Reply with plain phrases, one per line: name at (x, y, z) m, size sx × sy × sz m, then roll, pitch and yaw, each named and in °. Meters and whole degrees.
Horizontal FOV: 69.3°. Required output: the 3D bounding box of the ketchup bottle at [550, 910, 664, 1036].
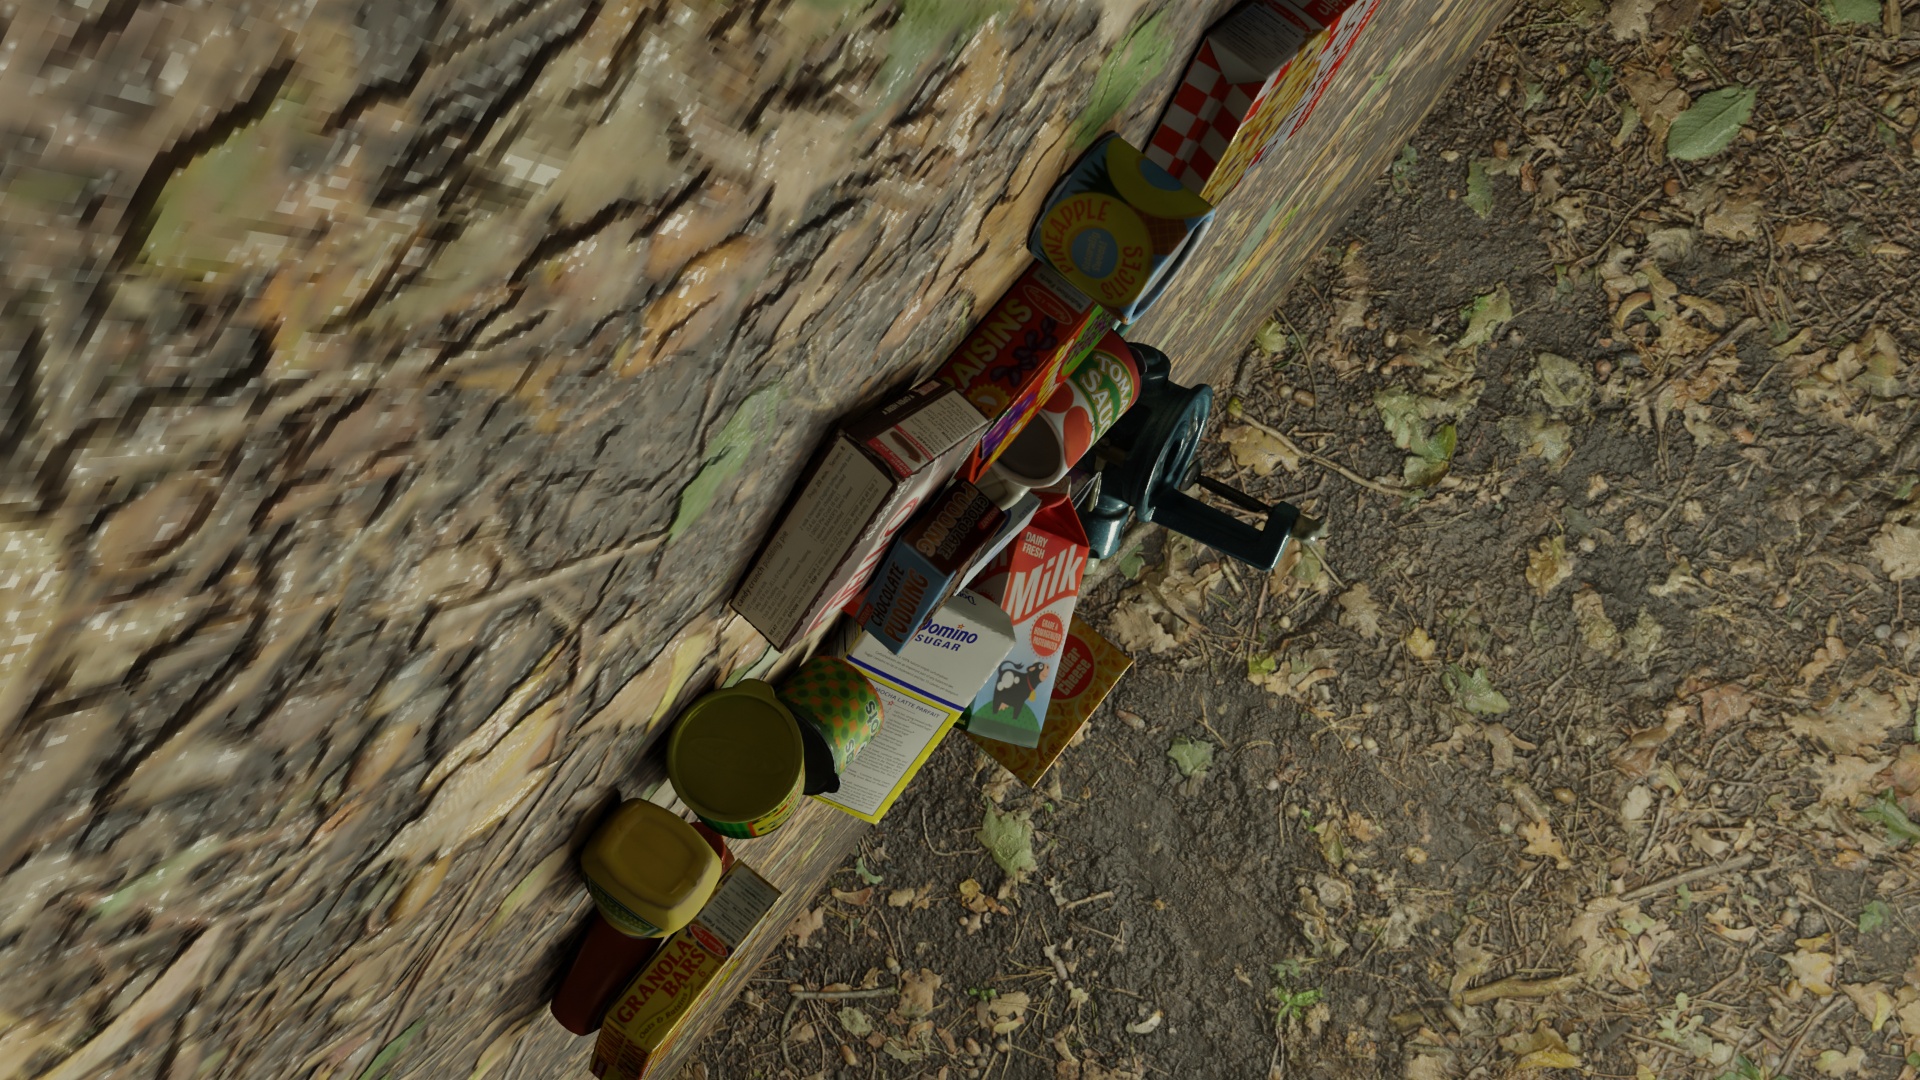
ketchup bottle at (-0.212, 0.250, 0.869) m, size 0.065 × 0.043 × 0.148 m, roll -46°, pitch 171°, yaw -51°

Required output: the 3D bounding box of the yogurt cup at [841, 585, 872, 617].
yogurt cup at (-0.039, 0.015, 0.725) m, size 0.072 × 0.054 × 0.072 m, roll -51°, pitch 172°, yaw -9°

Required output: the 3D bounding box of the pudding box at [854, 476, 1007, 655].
pudding box at (-0.015, 0.013, 0.646) m, size 0.050 × 0.030 × 0.083 m, roll -46°, pitch 174°, yaw -36°

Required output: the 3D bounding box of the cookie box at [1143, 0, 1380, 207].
cookie box at (0.158, -0.242, 0.733) m, size 0.168 × 0.040 × 0.122 m, roll -45°, pitch 171°, yaw -34°

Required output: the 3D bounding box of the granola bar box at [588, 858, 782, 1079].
granola bar box at (-0.181, 0.287, 0.901) m, size 0.125 × 0.039 × 0.164 m, roll -48°, pitch 173°, yaw -35°

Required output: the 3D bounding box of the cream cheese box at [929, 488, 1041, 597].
cream cheese box at (0.003, -0.011, 0.861) m, size 0.104 × 0.053 × 0.024 m, roll -43°, pitch 167°, yaw -49°

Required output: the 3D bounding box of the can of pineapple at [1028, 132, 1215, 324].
can of pineapple at (0.072, -0.139, 0.627) m, size 0.071 × 0.058 × 0.071 m, roll -50°, pitch 173°, yaw -9°

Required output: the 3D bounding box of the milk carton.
milk carton at (0.031, 0.043, 0.988) m, size 0.073 × 0.072 × 0.190 m, roll 21°, pitch 81°, yaw -41°

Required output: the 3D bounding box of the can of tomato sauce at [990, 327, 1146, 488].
can of tomato sauce at (0.055, -0.078, 0.783) m, size 0.083 × 0.071 × 0.070 m, roll -45°, pitch 171°, yaw -36°

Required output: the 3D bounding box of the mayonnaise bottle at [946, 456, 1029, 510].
mayonnaise bottle at (0.052, -0.076, 0.862) m, size 0.064 × 0.041 × 0.149 m, roll -17°, pitch -155°, yaw 52°

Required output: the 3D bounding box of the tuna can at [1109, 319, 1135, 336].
tuna can at (0.090, -0.145, 0.818) m, size 0.071 × 0.033 × 0.071 m, roll -51°, pitch 173°, yaw -9°

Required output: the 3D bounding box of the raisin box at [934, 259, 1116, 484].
raisin box at (0.032, -0.091, 0.694) m, size 0.123 × 0.040 × 0.086 m, roll -49°, pitch 173°, yaw -12°

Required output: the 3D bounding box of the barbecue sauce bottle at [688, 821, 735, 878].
barbecue sauce bottle at (-0.181, 0.228, 0.949) m, size 0.065 × 0.044 × 0.147 m, roll -47°, pitch 171°, yaw -27°

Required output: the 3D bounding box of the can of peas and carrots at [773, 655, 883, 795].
can of peas and carrots at (-0.087, 0.114, 0.853) m, size 0.059 × 0.071 × 0.070 m, roll -44°, pitch 170°, yaw -48°

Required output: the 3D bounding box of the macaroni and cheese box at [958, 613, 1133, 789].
macaroni and cheese box at (0.028, 0.088, 1.055) m, size 0.124 × 0.166 × 0.040 m, roll -51°, pitch 172°, yaw -7°

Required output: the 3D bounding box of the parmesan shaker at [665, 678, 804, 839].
parmesan shaker at (-0.113, 0.116, 0.723) m, size 0.071 × 0.071 × 0.102 m, roll -49°, pitch 173°, yaw -16°

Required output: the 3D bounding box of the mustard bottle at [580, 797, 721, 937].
mustard bottle at (-0.165, 0.179, 0.726) m, size 0.049 × 0.065 × 0.159 m, roll -52°, pitch 178°, yaw -28°

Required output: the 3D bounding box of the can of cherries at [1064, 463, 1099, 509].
can of cherries at (0.062, -0.042, 1.060) m, size 0.071 × 0.058 × 0.071 m, roll -50°, pitch 172°, yaw -10°
